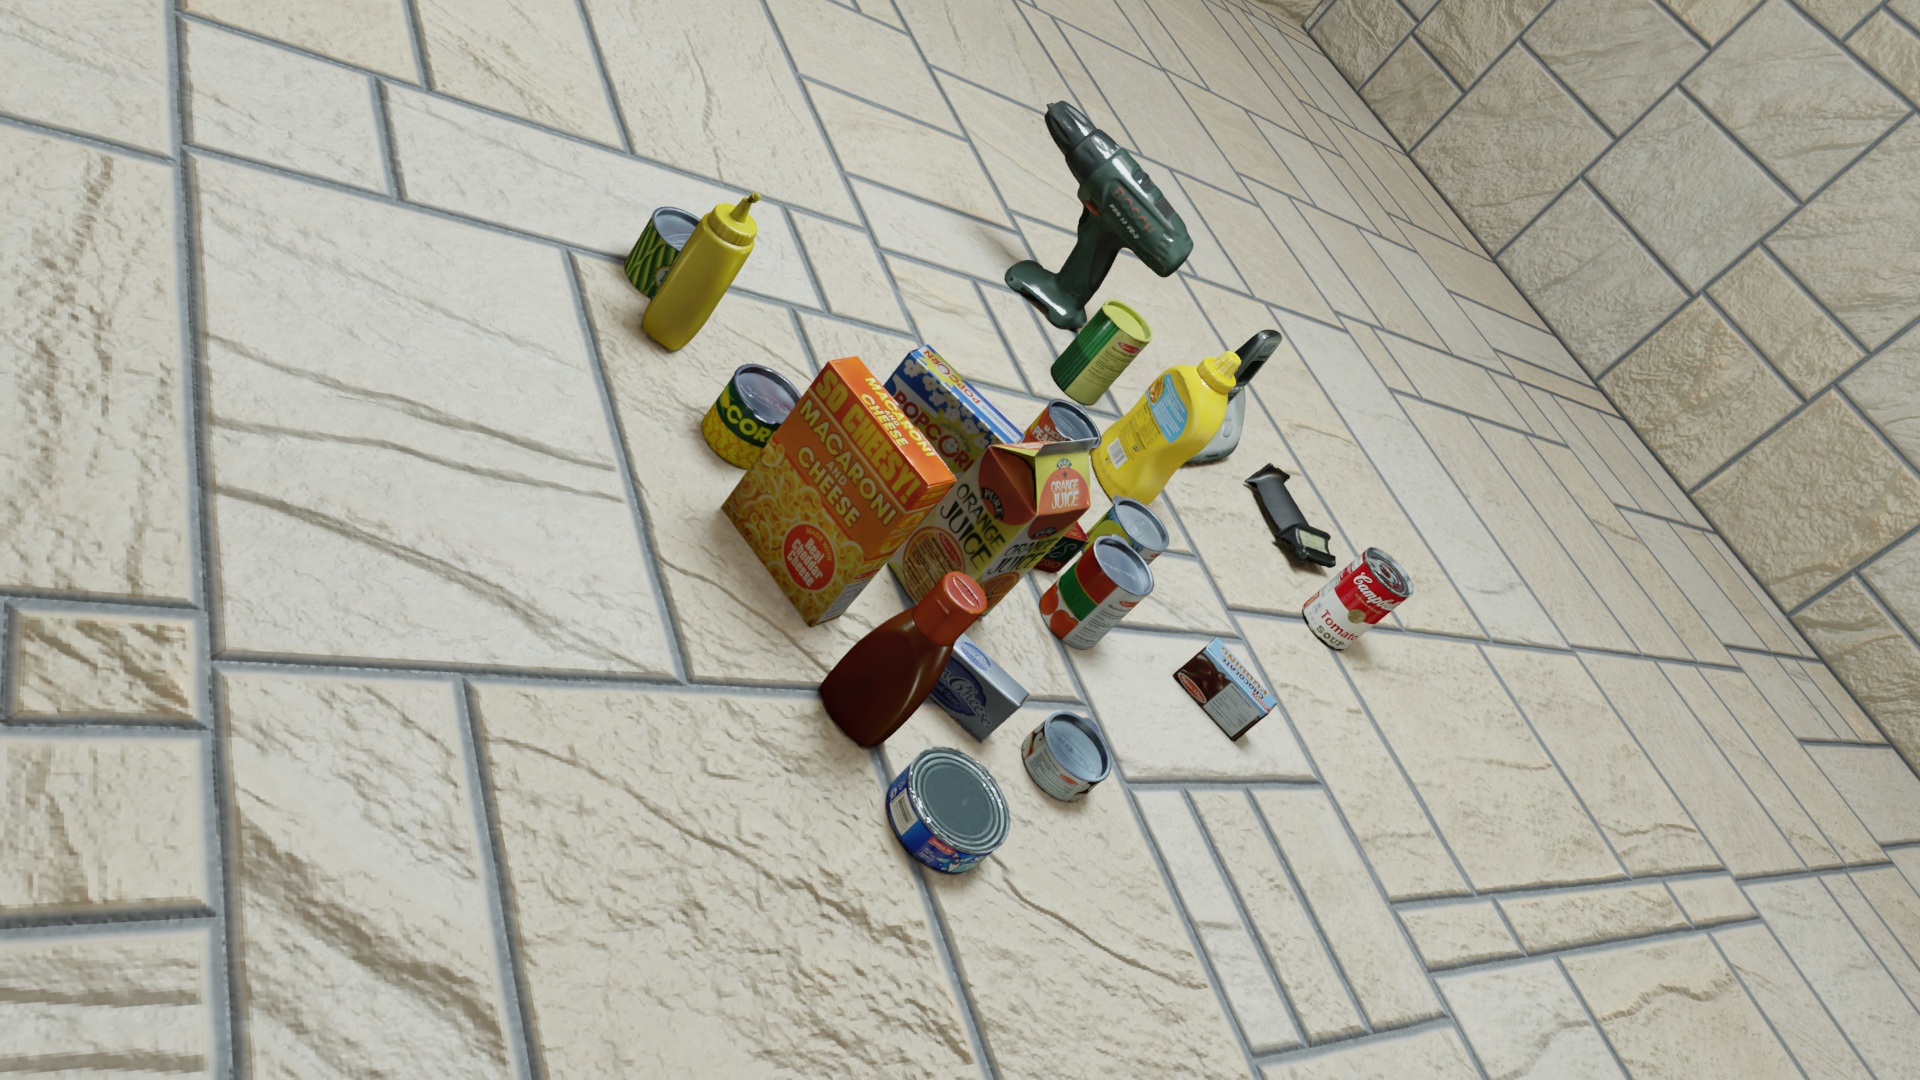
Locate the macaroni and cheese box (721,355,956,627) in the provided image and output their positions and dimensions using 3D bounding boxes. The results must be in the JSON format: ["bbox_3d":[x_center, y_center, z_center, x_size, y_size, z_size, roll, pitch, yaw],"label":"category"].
[{"bbox_3d":[-0.093,-0.036,1.031,0.124,0.165,0.040,52,34,15],"label":"macaroni and cheese box"}]

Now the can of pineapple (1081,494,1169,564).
[{"bbox_3d":[0.158,0.000,1.343,0.071,0.057,0.071,27,36,-21],"label":"can of pineapple"}]

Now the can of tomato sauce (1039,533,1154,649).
[{"bbox_3d":[0.119,0.045,1.230,0.071,0.082,0.071,27,36,-22],"label":"can of tomato sauce"}]

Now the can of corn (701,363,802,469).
[{"bbox_3d":[-0.168,-0.098,1.125,0.071,0.058,0.071,27,36,-21],"label":"can of corn"}]

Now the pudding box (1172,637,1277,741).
[{"bbox_3d":[0.244,0.137,1.282,0.084,0.049,0.030,48,33,9],"label":"pudding box"}]

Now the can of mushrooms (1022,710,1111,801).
[{"bbox_3d":[0.085,0.169,1.098,0.071,0.033,0.071,27,36,-21],"label":"can of mushrooms"}]

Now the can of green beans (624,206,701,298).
[{"bbox_3d":[-0.251,-0.247,1.211,0.071,0.057,0.071,27,36,-21],"label":"can of green beans"}]

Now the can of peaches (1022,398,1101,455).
[{"bbox_3d":[0.097,-0.098,1.394,0.071,0.057,0.071,27,36,-21],"label":"can of peaches"}]

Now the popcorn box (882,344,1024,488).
[{"bbox_3d":[-0.016,-0.104,1.261,0.127,0.085,0.038,44,33,3],"label":"popcorn box"}]

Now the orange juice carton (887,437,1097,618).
[{"bbox_3d":[0.032,-0.017,1.113,0.072,0.191,0.073,-8,57,-50],"label":"orange juice carton"}]

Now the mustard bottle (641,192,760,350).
[{"bbox_3d":[-0.207,-0.229,1.142,0.049,0.159,0.066,34,34,-12],"label":"mustard bottle"}]

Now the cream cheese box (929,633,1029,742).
[{"bbox_3d":[-0.003,0.103,1.067,0.104,0.053,0.024,43,33,2],"label":"cream cheese box"}]

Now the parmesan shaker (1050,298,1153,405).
[{"bbox_3d":[0.153,-0.209,1.536,0.071,0.102,0.072,27,36,-22],"label":"parmesan shaker"}]

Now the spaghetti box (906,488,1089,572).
[{"bbox_3d":[0.004,-0.015,1.212,0.250,0.050,0.029,12,43,-37],"label":"spaghetti box"}]

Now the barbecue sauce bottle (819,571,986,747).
[{"bbox_3d":[-0.038,0.080,0.971,0.065,0.148,0.044,51,34,14],"label":"barbecue sauce bottle"}]
